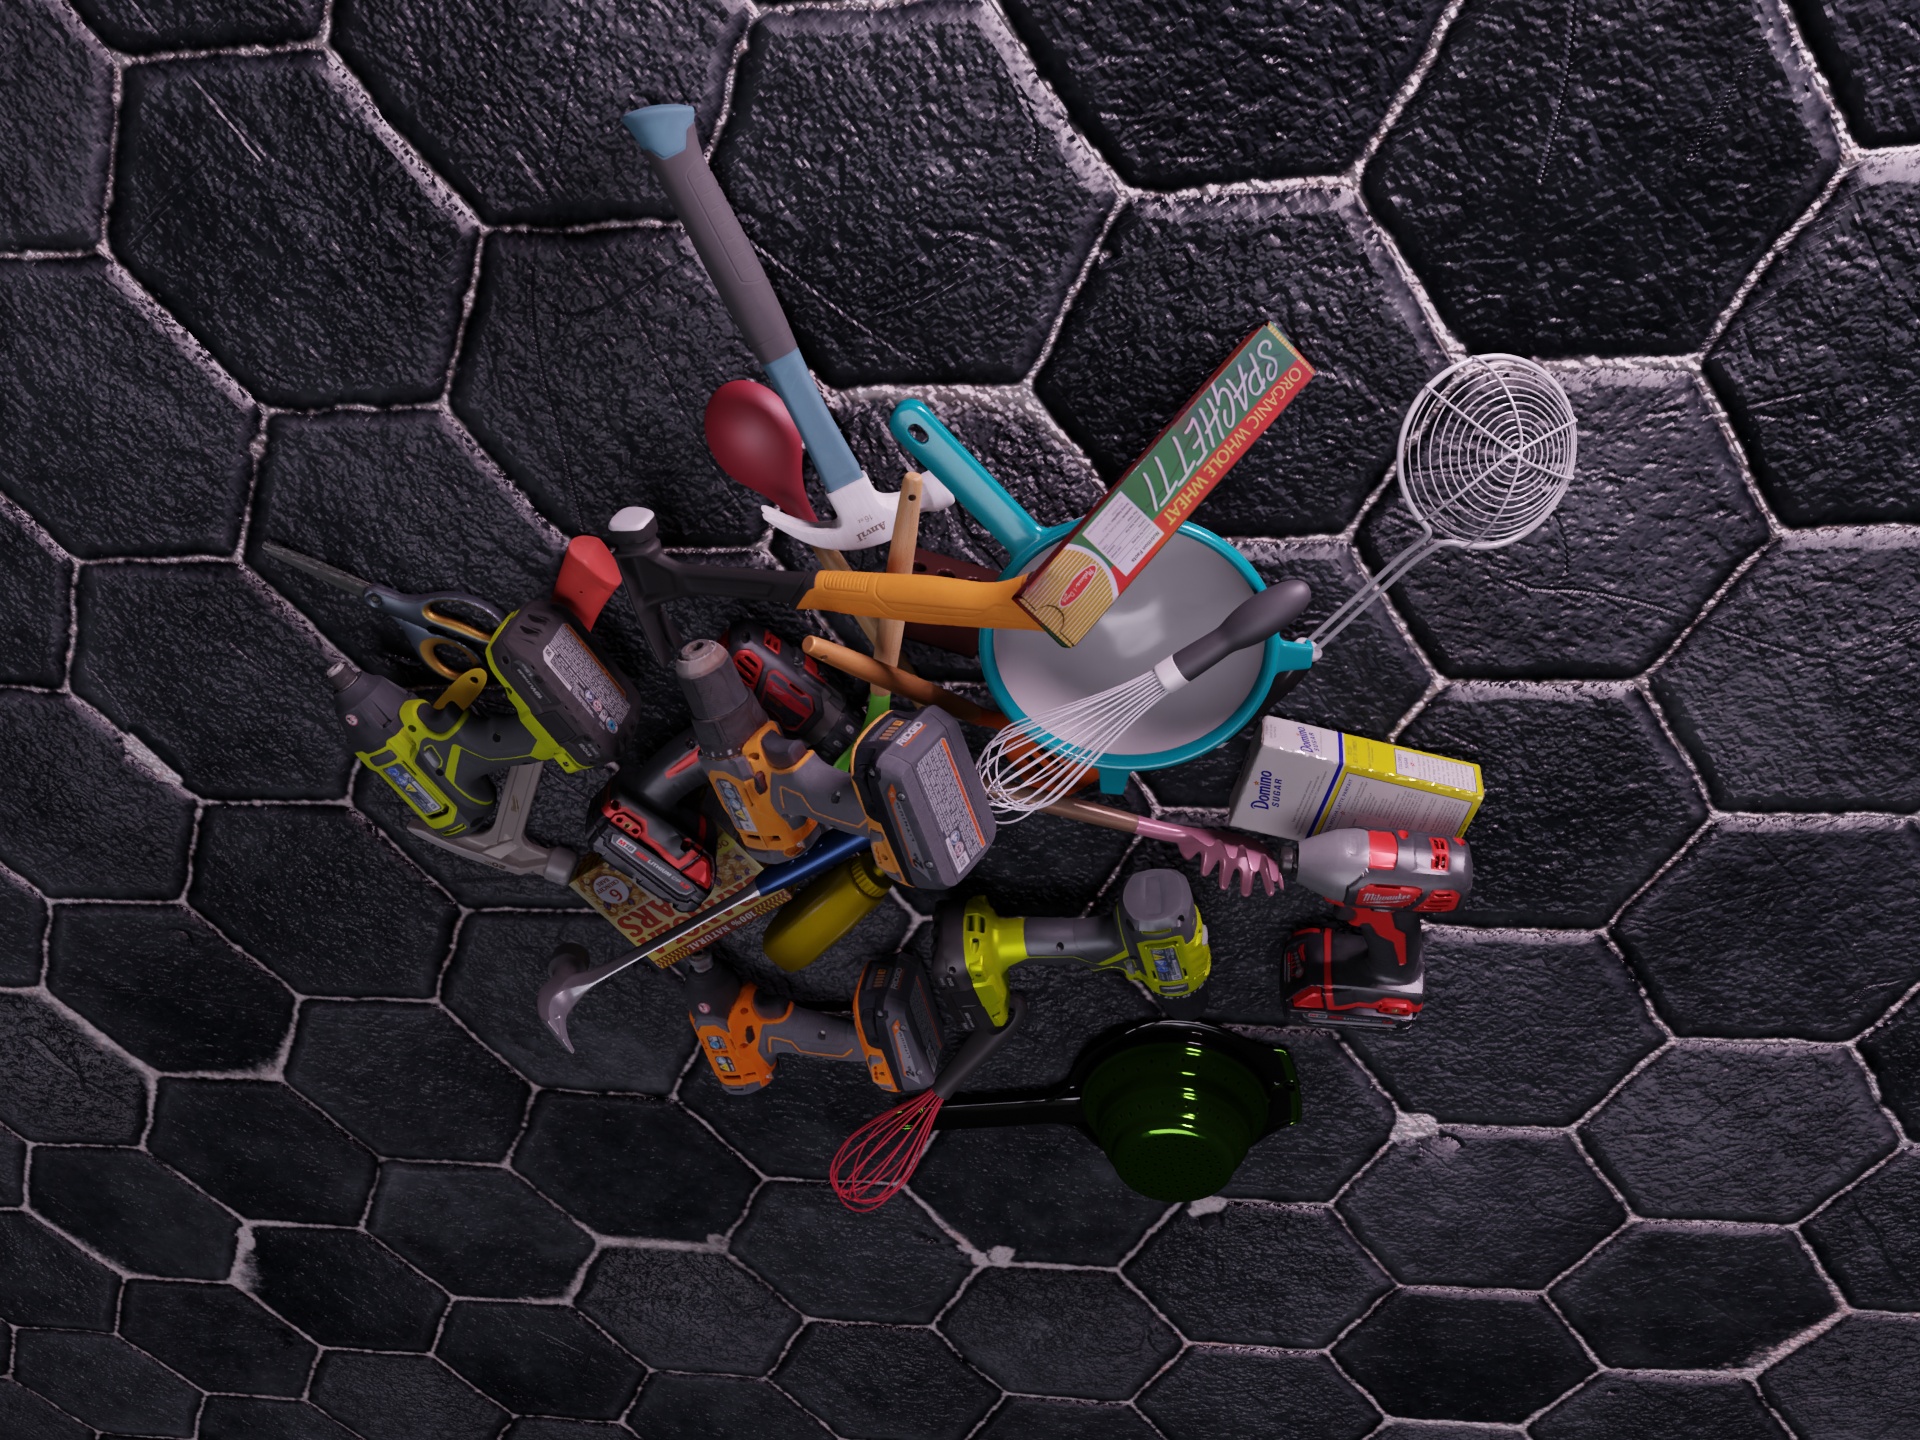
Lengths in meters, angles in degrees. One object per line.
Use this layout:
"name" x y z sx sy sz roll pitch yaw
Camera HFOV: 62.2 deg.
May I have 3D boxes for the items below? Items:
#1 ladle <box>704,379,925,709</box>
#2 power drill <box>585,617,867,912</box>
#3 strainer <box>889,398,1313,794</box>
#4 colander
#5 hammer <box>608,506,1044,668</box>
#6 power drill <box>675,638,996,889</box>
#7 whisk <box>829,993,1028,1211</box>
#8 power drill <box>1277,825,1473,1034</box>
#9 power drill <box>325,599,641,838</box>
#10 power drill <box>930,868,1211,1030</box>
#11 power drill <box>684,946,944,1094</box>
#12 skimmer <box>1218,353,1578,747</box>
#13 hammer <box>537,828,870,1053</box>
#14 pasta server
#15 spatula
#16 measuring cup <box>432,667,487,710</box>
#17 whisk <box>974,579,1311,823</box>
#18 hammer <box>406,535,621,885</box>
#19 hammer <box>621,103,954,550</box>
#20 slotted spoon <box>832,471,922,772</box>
"ladle" -0.095 -0.117 1.202 0.069 0.031 0.315 -21 122 19
"power drill" -0.171 0.048 1.282 0.187 0.080 0.226 38 105 -21
"strainer" 0.078 -0.115 1.134 0.211 0.095 0.340 -37 111 26
"colander" 0.120 0.390 1.499 0.397 0.095 0.204 -7 125 14
"hammer" -0.087 -0.084 1.125 0.337 0.034 0.127 6 131 21
"power drill" -0.101 0.028 1.142 0.226 0.084 0.185 6 128 39
"whisk" -0.031 0.362 1.506 0.073 0.073 0.295 33 111 -15
"power drill" 0.319 0.163 1.278 0.143 0.079 0.219 4 141 7
"power drill" -0.381 -0.004 1.257 0.223 0.080 0.171 -20 122 26
"power drill" 0.103 0.209 1.374 0.228 0.080 0.190 -7 140 13
"power drill" -0.143 0.270 1.465 0.226 0.084 0.164 -4 125 17
"skimmer" 0.289 -0.106 1.146 0.127 0.090 0.363 26 136 -14
"hammer" -0.174 0.145 1.312 0.405 0.144 0.035 -29 111 6
"pasta server" 0.115 0.084 1.286 0.316 0.040 0.060 15 157 -11
"spatula" -0.002 -0.004 1.203 0.081 0.041 0.322 -32 147 28
"measuring cup" -0.440 -0.005 1.339 0.062 0.029 0.156 40 121 -20
"whisk" 0.120 -0.016 1.108 0.284 0.070 0.070 -34 115 19
"hammer" -0.357 -0.007 1.320 0.149 0.037 0.358 21 127 -7
"hammer" -0.128 -0.261 1.082 0.128 0.033 0.330 -27 116 2
"slotted spoon" -0.054 -0.043 1.182 0.070 0.031 0.313 1 126 -13
